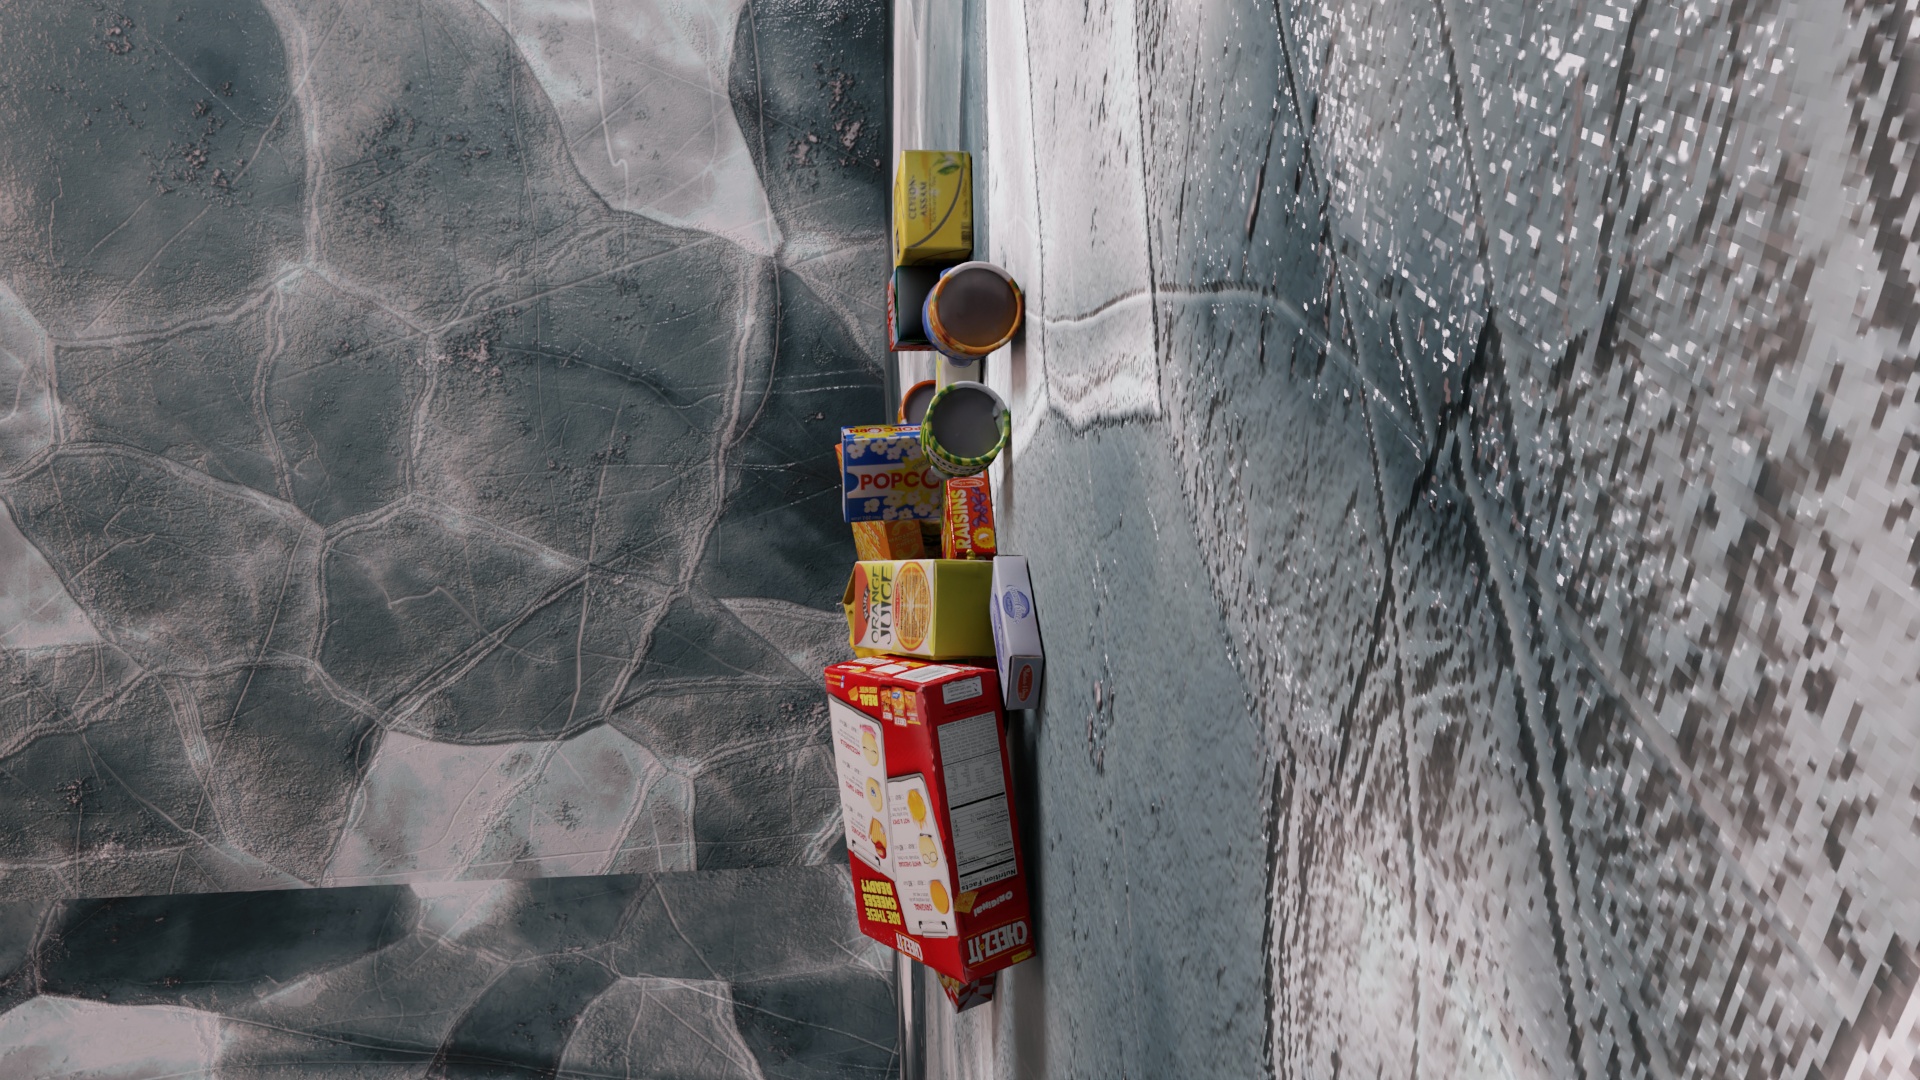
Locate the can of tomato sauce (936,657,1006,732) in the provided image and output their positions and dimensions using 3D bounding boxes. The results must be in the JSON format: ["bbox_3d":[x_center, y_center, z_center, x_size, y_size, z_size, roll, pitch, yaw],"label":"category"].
[{"bbox_3d":[-0.006,0.130,1.139,0.071,0.083,0.071,-177,86,-85],"label":"can of tomato sauce"}]

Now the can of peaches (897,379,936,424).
[{"bbox_3d":[-0.030,-0.130,1.425,0.058,0.071,0.071,139,129,-83],"label":"can of peaches"}]

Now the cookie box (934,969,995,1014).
[{"bbox_3d":[-0.021,0.328,1.279,0.168,0.040,0.122,-125,28,-42],"label":"cookie box"}]

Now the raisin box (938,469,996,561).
[{"bbox_3d":[0.004,-0.015,1.228,0.085,0.040,0.124,98,168,-55],"label":"raisin box"}]

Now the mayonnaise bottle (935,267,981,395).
[{"bbox_3d":[-0.002,-0.169,1.244,0.065,0.041,0.147,-96,7,-57],"label":"mayonnaise bottle"}]

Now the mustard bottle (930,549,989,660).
[{"bbox_3d":[0.003,0.075,1.184,0.066,0.049,0.159,-66,-13,-52],"label":"mustard bottle"}]

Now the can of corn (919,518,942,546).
[{"bbox_3d":[-0.033,-0.033,1.450,0.058,0.071,0.071,104,164,-67],"label":"can of corn"}]

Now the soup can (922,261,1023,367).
[{"bbox_3d":[0.008,-0.163,1.012,0.084,0.071,0.071,-144,53,-83],"label":"soup can"}]

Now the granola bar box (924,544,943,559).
[{"bbox_3d":[-0.028,0.029,1.572,0.165,0.039,0.124,107,162,-72],"label":"granola bar box"}]

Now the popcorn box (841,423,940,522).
[{"bbox_3d":[-0.048,-0.065,1.303,0.038,0.127,0.084,-114,22,-63],"label":"popcorn box"}]

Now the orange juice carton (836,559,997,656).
[{"bbox_3d":[-0.032,0.053,1.105,0.192,0.072,0.073,-4,84,63],"label":"orange juice carton"}]

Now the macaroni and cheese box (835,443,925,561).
[{"bbox_3d":[-0.076,-0.009,1.428,0.124,0.040,0.165,48,153,51],"label":"macaroni and cheese box"}]

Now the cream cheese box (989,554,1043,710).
[{"bbox_3d":[0.038,0.063,0.970,0.104,0.024,0.053,-98,9,-49],"label":"cream cheese box"}]

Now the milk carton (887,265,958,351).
[{"bbox_3d":[-0.036,-0.233,1.421,0.190,0.072,0.073,-150,58,-84],"label":"milk carton"}]

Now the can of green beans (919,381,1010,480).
[{"bbox_3d":[0.003,-0.086,1.085,0.057,0.071,0.071,129,140,-81],"label":"can of green beans"}]
